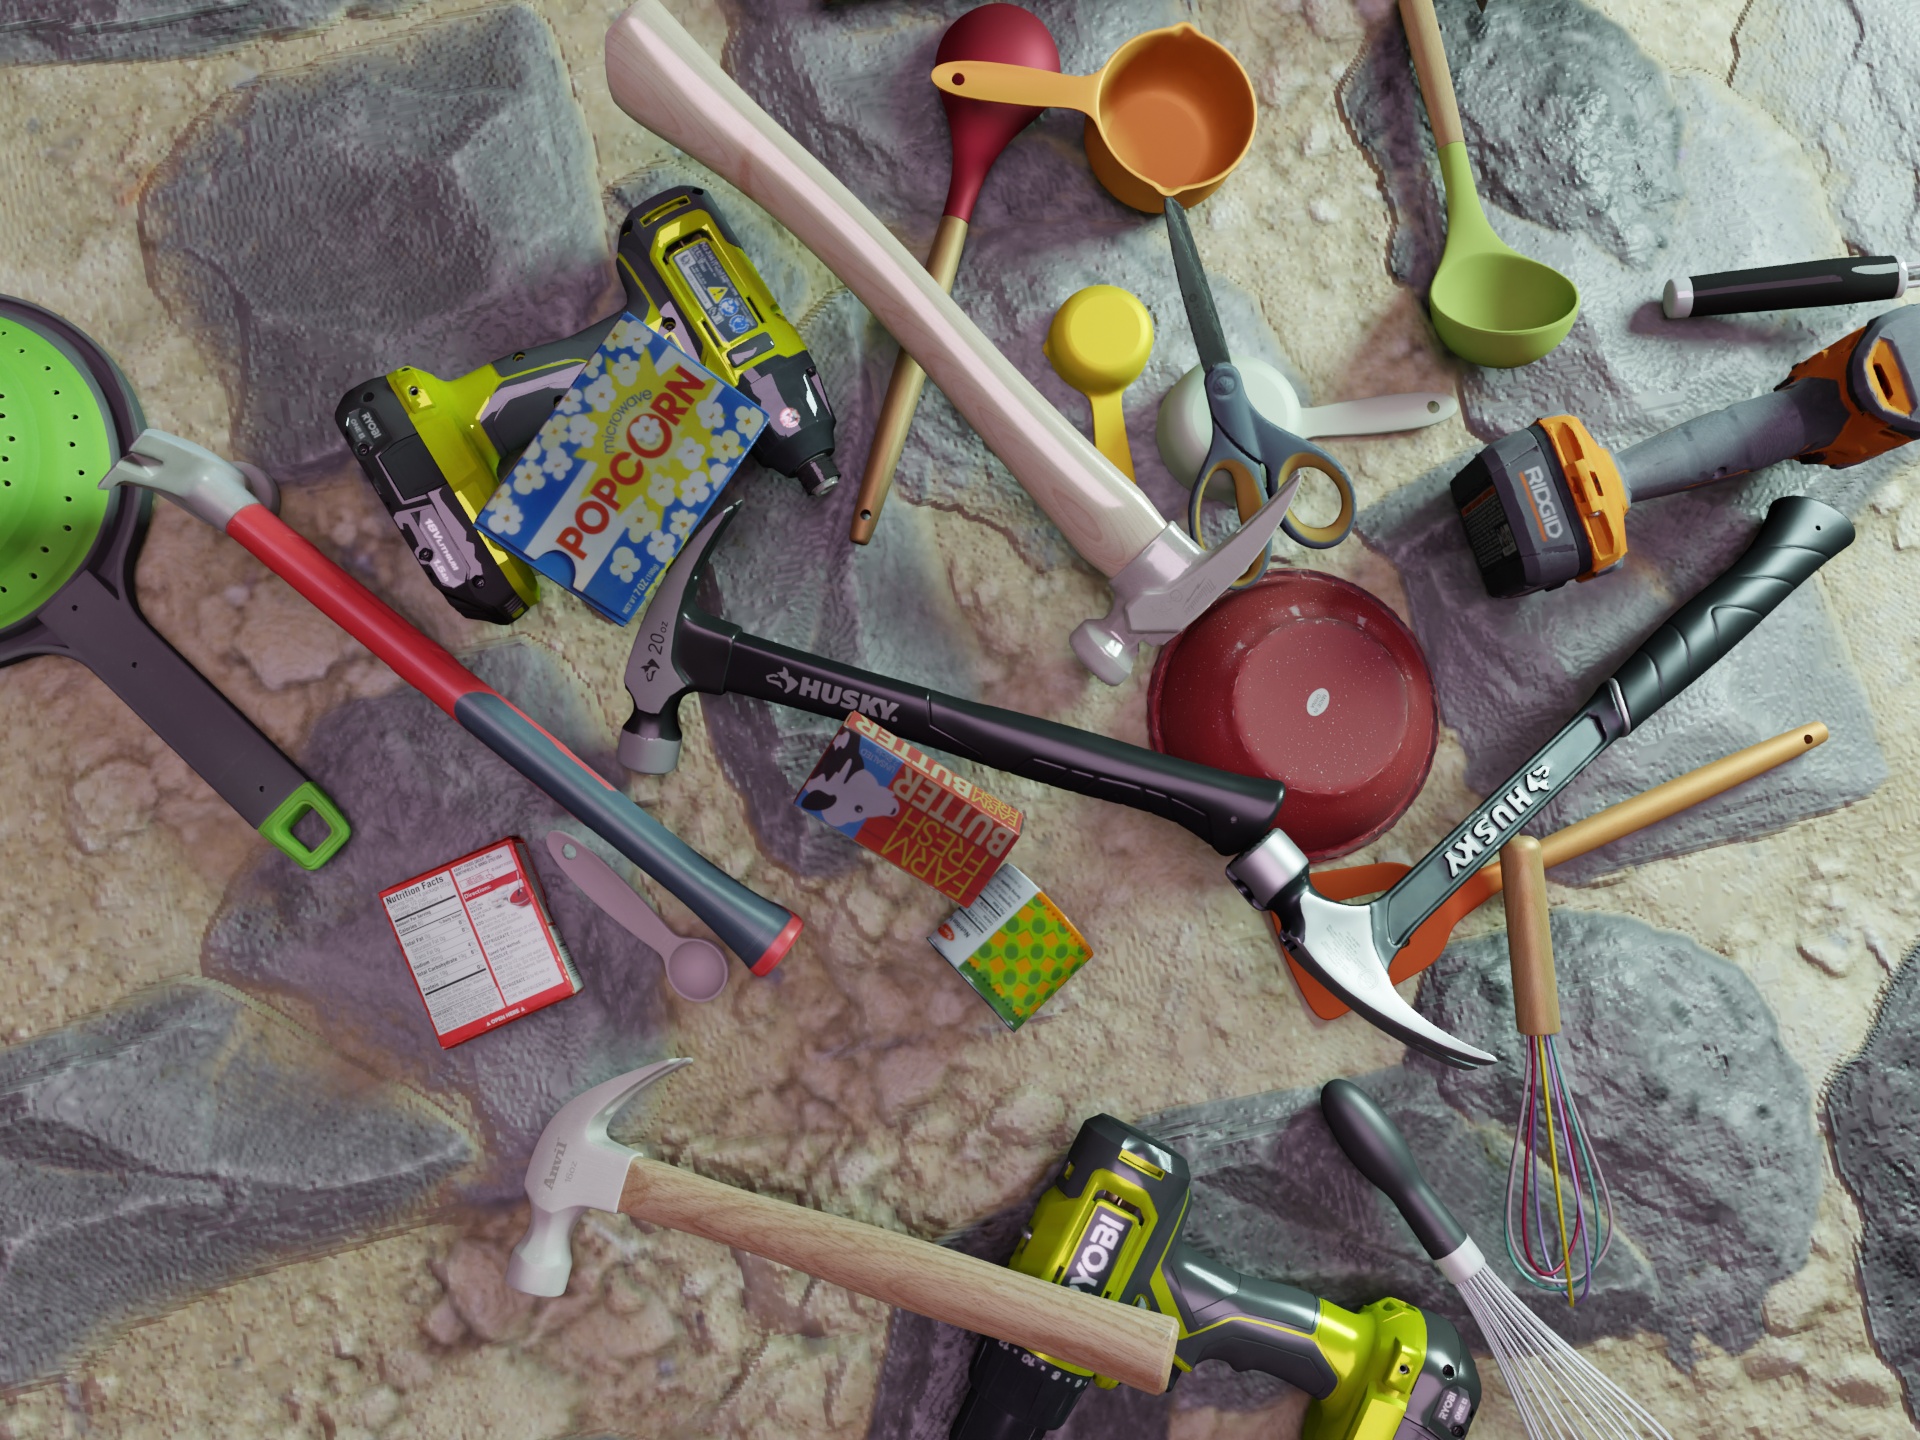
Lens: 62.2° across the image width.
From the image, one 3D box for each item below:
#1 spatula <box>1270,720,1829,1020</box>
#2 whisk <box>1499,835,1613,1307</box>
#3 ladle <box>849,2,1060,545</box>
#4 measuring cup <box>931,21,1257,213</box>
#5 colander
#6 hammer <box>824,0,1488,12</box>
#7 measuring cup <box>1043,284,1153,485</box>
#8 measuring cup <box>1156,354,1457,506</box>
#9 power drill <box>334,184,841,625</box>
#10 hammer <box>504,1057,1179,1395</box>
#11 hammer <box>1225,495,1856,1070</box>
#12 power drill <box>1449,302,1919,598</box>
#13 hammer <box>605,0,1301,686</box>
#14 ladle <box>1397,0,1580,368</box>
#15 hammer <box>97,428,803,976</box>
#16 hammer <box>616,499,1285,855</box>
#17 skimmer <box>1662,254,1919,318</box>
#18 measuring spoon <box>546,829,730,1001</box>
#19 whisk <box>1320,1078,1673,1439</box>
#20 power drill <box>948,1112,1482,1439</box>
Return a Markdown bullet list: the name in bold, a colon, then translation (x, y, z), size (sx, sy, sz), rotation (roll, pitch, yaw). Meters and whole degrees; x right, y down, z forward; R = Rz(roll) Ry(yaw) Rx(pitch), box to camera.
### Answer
- **spatula**: translation (0.324, 0.065, 0.858), size (0.322, 0.041, 0.081), rotation (-22, 88, -9)
- **whisk**: translation (0.300, 0.181, 0.824), size (0.047, 0.051, 0.245), rotation (-8, 92, -43)
- **ladle**: translation (-0.012, -0.246, 0.861), size (0.069, 0.031, 0.315), rotation (16, 86, -1)
- **measuring cup**: translation (0.069, -0.324, 0.856), size (0.173, 0.052, 0.095), rotation (7, 86, -4)
- **colander**: translation (-0.463, -0.072, 0.785), size (0.397, 0.094, 0.204), rotation (44, 84, 1)
- **hammer**: translation (0.101, -0.423, 0.856), size (0.359, 0.036, 0.149), rotation (-8, 68, 1)
- **measuring cup**: translation (0.082, -0.159, 0.856), size (0.062, 0.029, 0.156), rotation (-6, 84, -4)
- **measuring cup**: translation (0.191, -0.165, 0.858), size (0.167, 0.038, 0.083), rotation (-7, 86, -2)
- **power drill**: translation (-0.184, -0.151, 0.819), size (0.223, 0.080, 0.171), rotation (-31, 88, -8)
- **hammer**: translation (-0.057, 0.257, 0.777), size (0.331, 0.031, 0.130), rotation (13, 83, 12)
- **hammer**: translation (0.327, 0.009, 0.812), size (0.409, 0.036, 0.149), rotation (-37, 80, -18)
- **power drill**: translation (0.379, -0.136, 0.822), size (0.226, 0.164, 0.084), rotation (-19, 87, 8)
- **hammer**: translation (-0.012, -0.209, 0.802), size (0.410, 0.038, 0.146), rotation (45, 107, -5)
- **ladle**: translation (0.267, -0.344, 0.871), size (0.078, 0.062, 0.320), rotation (-11, 84, -4)
- **hammer**: translation (-0.237, -0.004, 0.781), size (0.386, 0.143, 0.038), rotation (39, 88, -4)
- **hammer**: translation (-0.001, -0.003, 0.801), size (0.335, 0.035, 0.146), rotation (16, 108, 2)
- **skimmer**: translation (0.577, -0.246, 0.894), size (0.363, 0.090, 0.127), rotation (-4, 88, 6)
- **measuring spoon**: translation (-0.168, 0.098, 0.831), size (0.124, 0.018, 0.034), rotation (41, 107, 7)
- **whisk**: translation (0.277, 0.304, 0.818), size (0.070, 0.070, 0.285), rotation (-35, 83, -5)
- **power drill**: translation (0.121, 0.332, 0.797), size (0.228, 0.080, 0.190), rotation (27, 84, 2)
